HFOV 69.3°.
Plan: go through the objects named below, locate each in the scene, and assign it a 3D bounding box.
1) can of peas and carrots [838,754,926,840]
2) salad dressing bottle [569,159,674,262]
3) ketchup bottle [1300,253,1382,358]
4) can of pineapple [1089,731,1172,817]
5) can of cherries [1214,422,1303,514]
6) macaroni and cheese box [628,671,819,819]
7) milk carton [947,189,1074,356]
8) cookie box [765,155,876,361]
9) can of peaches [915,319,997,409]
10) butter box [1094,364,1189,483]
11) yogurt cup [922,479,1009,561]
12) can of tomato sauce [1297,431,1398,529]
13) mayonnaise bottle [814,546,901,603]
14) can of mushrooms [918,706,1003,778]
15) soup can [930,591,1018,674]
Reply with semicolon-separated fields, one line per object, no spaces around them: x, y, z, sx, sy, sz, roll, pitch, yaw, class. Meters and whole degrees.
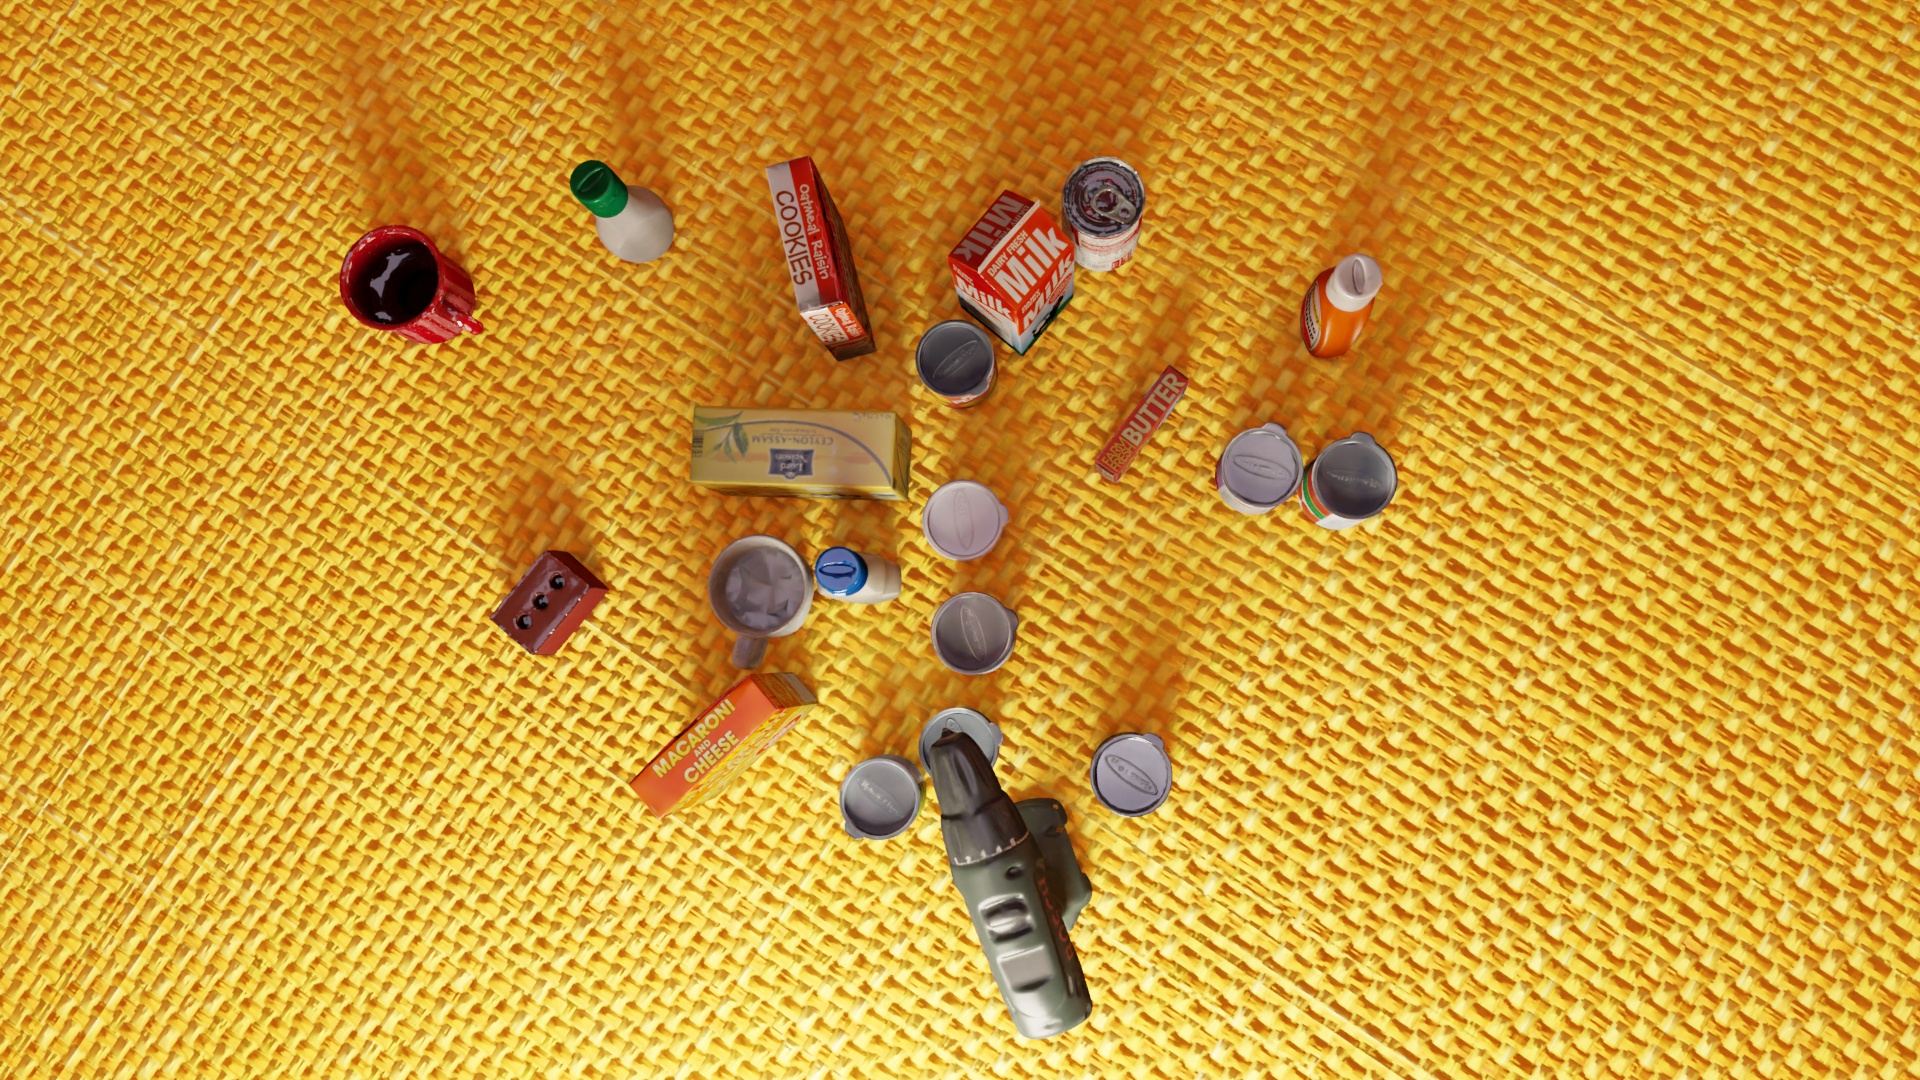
-0.065;0.213;1.147;0.071;0.058;0.071;0;84;5;can of peas and carrots
-0.286;-0.278;1.173;0.064;0.147;0.044;-43;83;0;salad dressing bottle
0.306;-0.192;1.116;0.043;0.148;0.065;-4;84;4;ketchup bottle
0.140;0.189;1.134;0.071;0.058;0.071;0;84;5;can of pineapple
0.248;-0.059;1.152;0.071;0.058;0.071;0;84;5;can of cherries
-0.185;0.159;1.108;0.124;0.166;0.040;-43;83;0;macaroni and cheese box
0.043;-0.217;1.118;0.073;0.190;0.072;40;89;7;milk carton
-0.111;-0.227;1.143;0.040;0.167;0.123;-15;83;3;cookie box
-0.001;-0.147;1.181;0.071;0.058;0.071;0;84;5;can of peaches
0.152;-0.096;1.166;0.024;0.053;0.103;37;88;7;butter box
0.004;-0.015;1.169;0.072;0.054;0.072;0;84;5;yogurt cup
0.313;-0.047;1.133;0.071;0.083;0.071;0;84;5;can of tomato sauce
-0.086;0.028;1.124;0.065;0.148;0.041;0;85;5;mayonnaise bottle
0.002;0.172;1.159;0.071;0.033;0.071;0;84;5;can of mushrooms
0.015;0.077;1.143;0.071;0.083;0.071;0;84;5;soup can
